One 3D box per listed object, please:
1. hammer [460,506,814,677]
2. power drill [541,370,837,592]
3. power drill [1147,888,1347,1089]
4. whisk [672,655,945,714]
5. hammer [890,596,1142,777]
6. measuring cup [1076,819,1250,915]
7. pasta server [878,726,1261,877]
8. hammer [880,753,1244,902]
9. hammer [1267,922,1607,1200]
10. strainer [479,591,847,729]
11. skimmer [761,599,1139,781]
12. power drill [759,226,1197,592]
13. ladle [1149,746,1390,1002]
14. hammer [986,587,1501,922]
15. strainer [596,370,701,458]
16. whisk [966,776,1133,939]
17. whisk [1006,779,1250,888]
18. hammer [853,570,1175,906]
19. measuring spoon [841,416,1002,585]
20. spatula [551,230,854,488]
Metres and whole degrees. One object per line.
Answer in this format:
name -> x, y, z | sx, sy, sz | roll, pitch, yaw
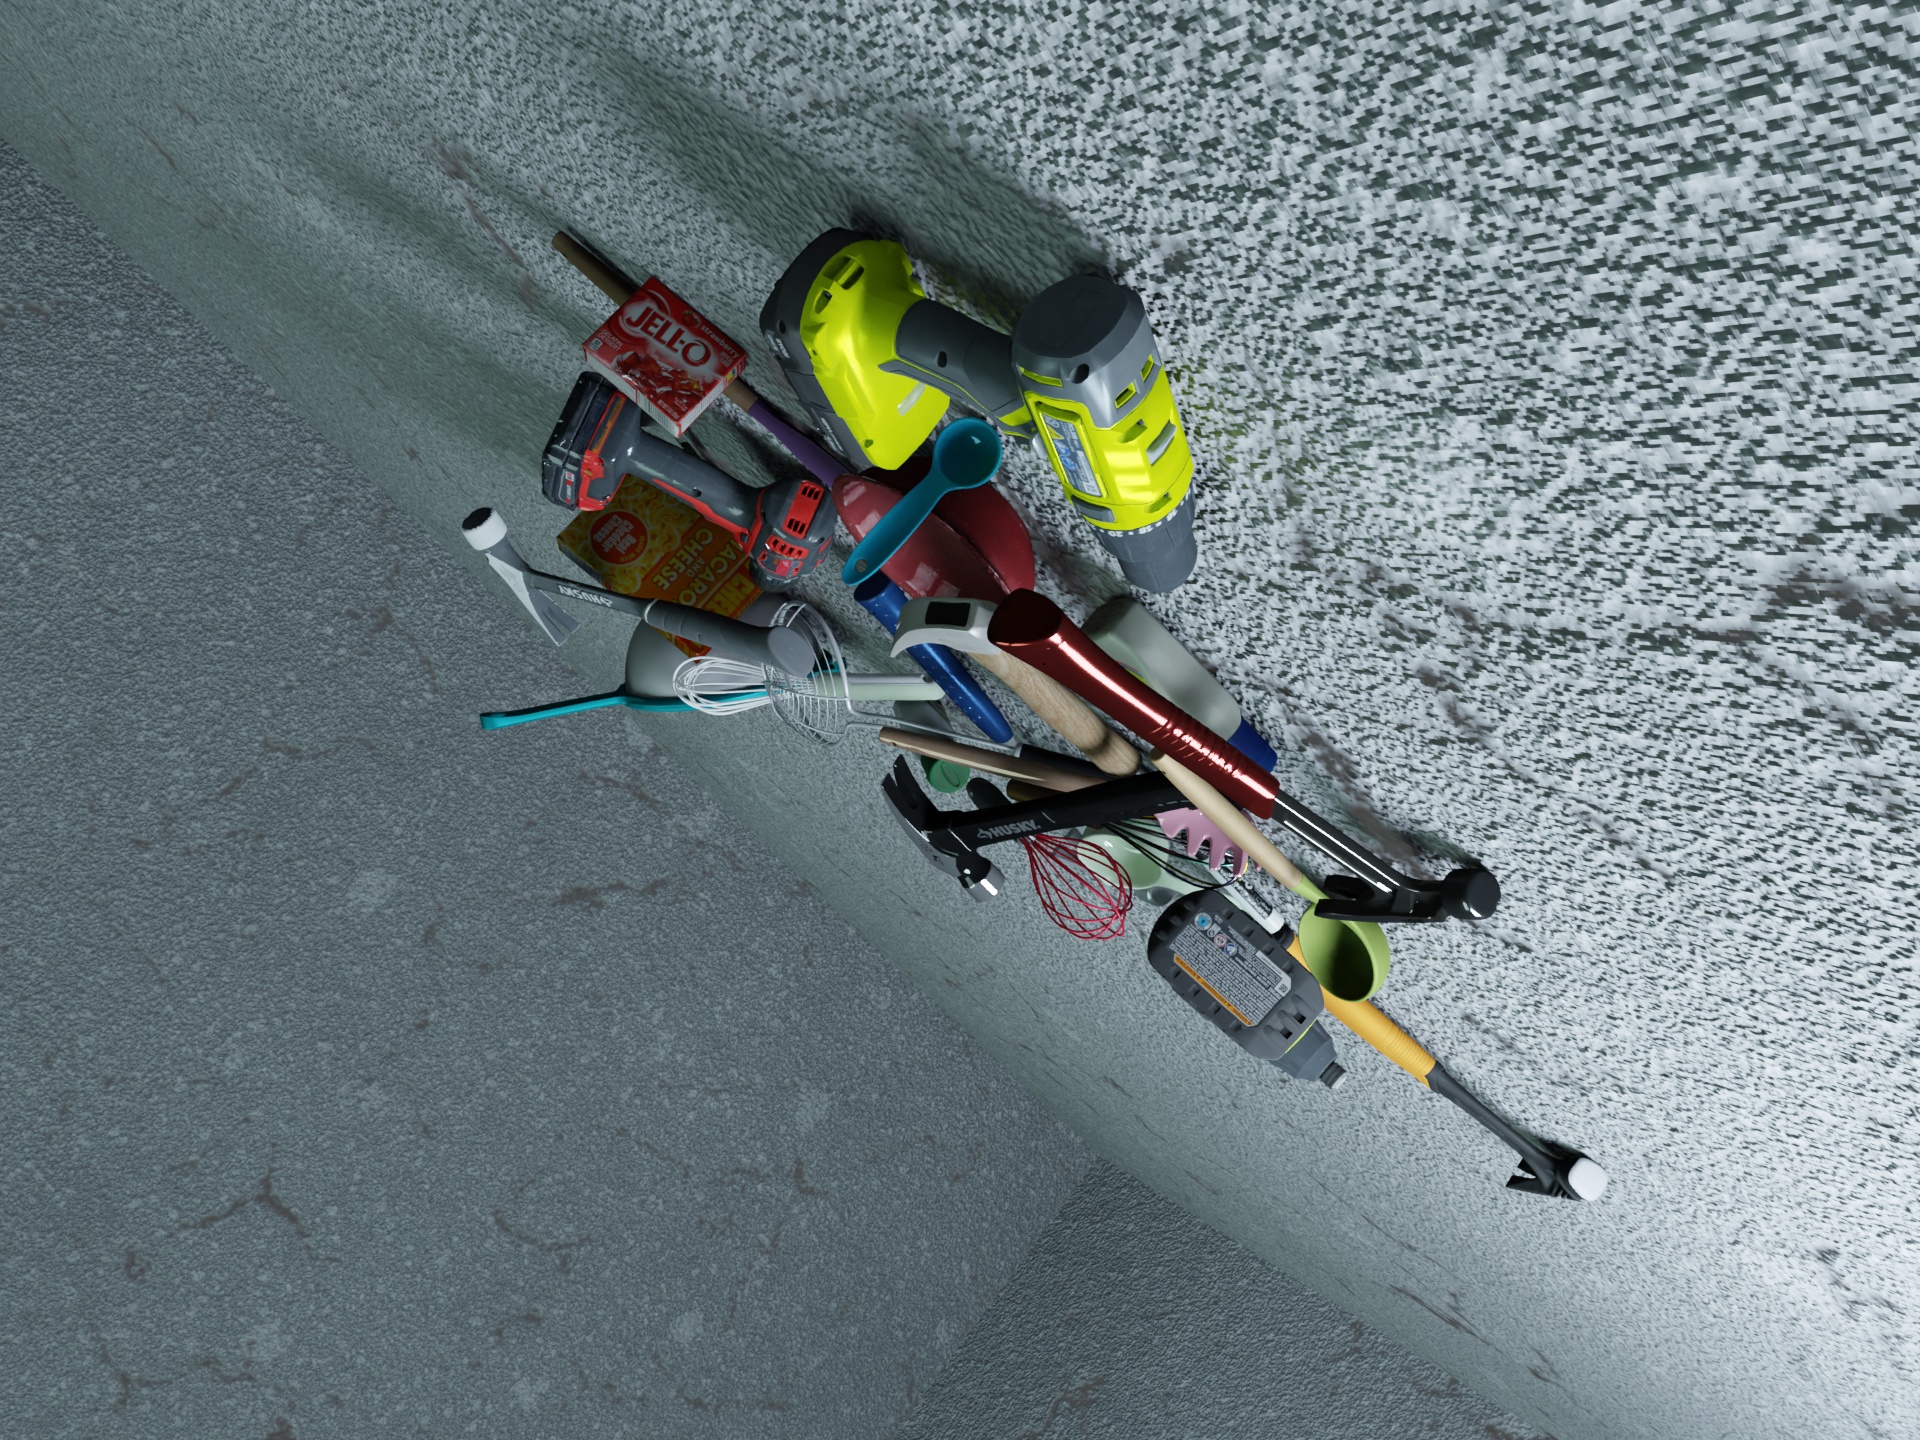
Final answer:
hammer -> -0.275, -0.093, 1.373 | 0.409, 0.036, 0.149 | 17, 148, 39
power drill -> -0.213, -0.174, 1.271 | 0.226, 0.080, 0.188 | 23, 165, -9
power drill -> 0.234, 0.221, 1.271 | 0.171, 0.080, 0.223 | 41, 177, 24
whisk -> -0.135, -0.032, 1.421 | 0.246, 0.058, 0.059 | 0, 125, 1
hammer -> 0.057, -0.016, 1.086 | 0.130, 0.031, 0.331 | 8, 167, 26
measuring cup -> 0.183, 0.123, 1.355 | 0.167, 0.038, 0.083 | 21, 145, 3
pasta server -> 0.080, 0.052, 1.215 | 0.316, 0.040, 0.060 | 14, 142, 18
hammer -> 0.078, 0.063, 1.179 | 0.335, 0.035, 0.146 | -16, 125, 48
hammer -> 0.380, 0.285, 1.340 | 0.337, 0.034, 0.127 | 40, 165, 1
strainer -> -0.292, -0.068, 1.518 | 0.211, 0.340, 0.095 | -155, 55, -63
skimmer -> -0.002, -0.004, 1.302 | 0.363, 0.090, 0.127 | 15, 129, 13
power drill -> 0.020, -0.159, 0.824 | 0.229, 0.080, 0.190 | 27, 161, 34
ladle -> 0.210, 0.108, 1.094 | 0.319, 0.062, 0.078 | 40, 173, -40
hammer -> 0.156, 0.031, 0.958 | 0.358, 0.037, 0.149 | 33, 160, -24
strainer -> -0.237, -0.228, 1.338 | 0.087, 0.050, 0.258 | 13, 156, 31
whisk -> 0.067, 0.108, 1.356 | 0.073, 0.073, 0.296 | 48, 176, -29
whisk -> 0.132, 0.080, 1.285 | 0.245, 0.051, 0.047 | 17, 131, 42
hammer -> 0.039, 0.020, 1.393 | 0.405, 0.035, 0.144 | 49, 163, -31
measuring spoon -> -0.023, -0.127, 0.950 | 0.042, 0.128, 0.021 | 48, -167, 14
spatula -> -0.170, -0.245, 1.154 | 0.316, 0.018, 0.060 | 40, 167, -5
